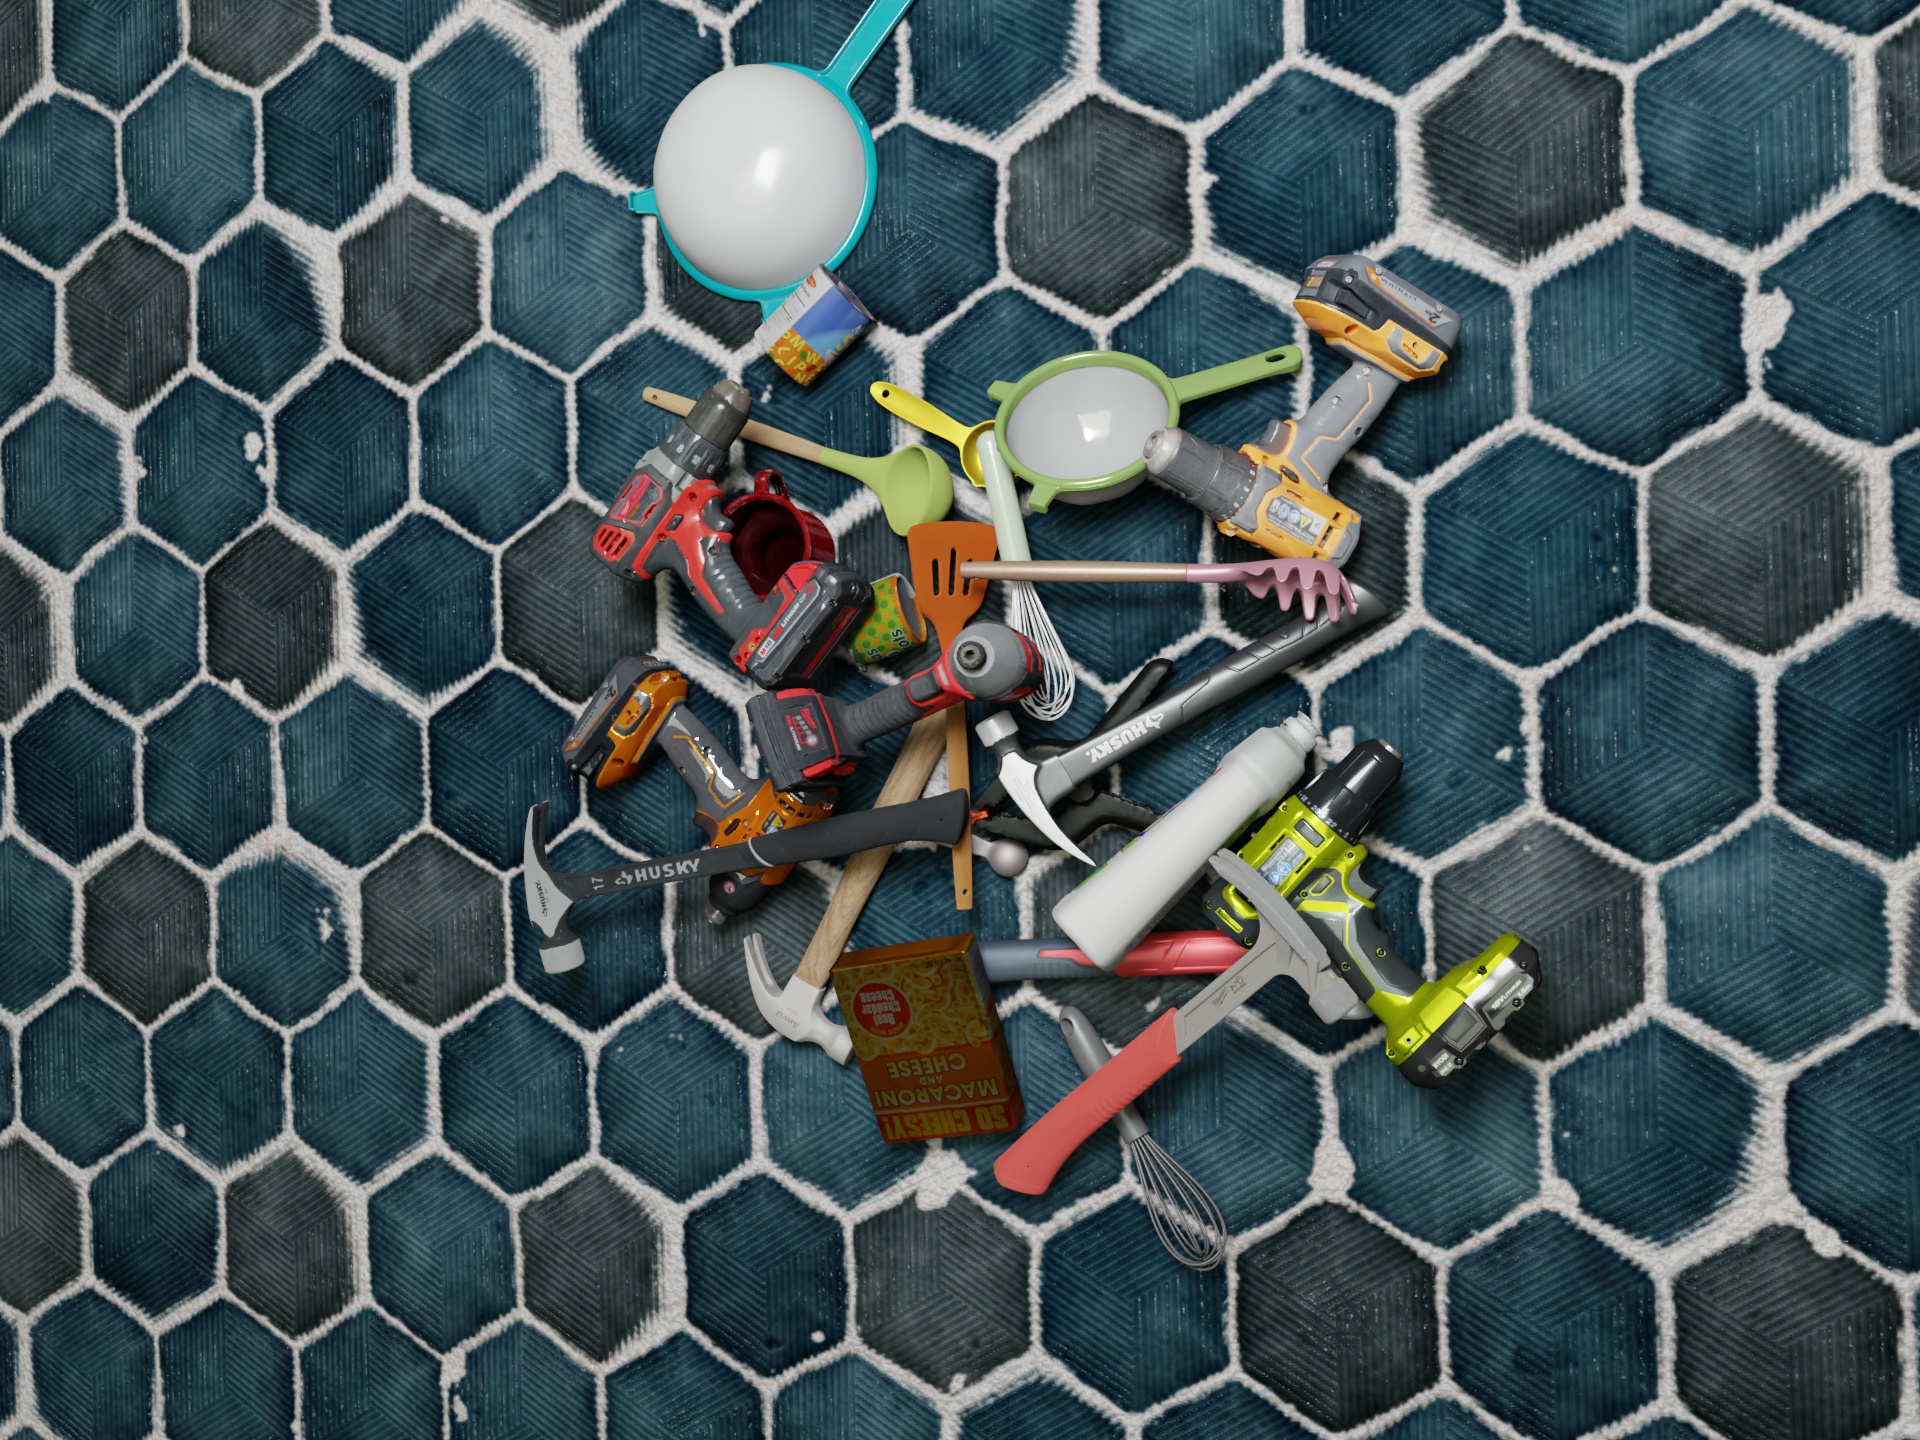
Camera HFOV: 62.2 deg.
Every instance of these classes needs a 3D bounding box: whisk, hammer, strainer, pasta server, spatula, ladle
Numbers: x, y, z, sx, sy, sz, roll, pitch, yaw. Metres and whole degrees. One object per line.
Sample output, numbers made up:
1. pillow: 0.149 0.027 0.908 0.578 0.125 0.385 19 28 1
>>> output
1. whisk: 0.147 0.342 1.314 0.055 0.055 0.239 -33 77 14
2. hammer: 0.190 -0.013 1.277 0.335 0.035 0.146 -30 85 4
3. strainer: -0.145 -0.526 1.364 0.211 0.095 0.340 42 102 12
4. hammer: -0.186 0.109 1.343 0.409 0.036 0.149 -12 95 15
5. pasta server: 0.152 -0.110 1.261 0.316 0.060 0.040 2 71 15
6. spatula: -0.002 -0.004 1.329 0.081 0.041 0.323 -1 83 -15
7. hammer: -0.085 0.126 1.386 0.130 0.031 0.331 27 97 13
8. ladle: -0.149 -0.239 1.389 0.320 0.062 0.078 22 108 17
9. strainer: 0.157 -0.243 1.301 0.256 0.069 0.152 -17 54 0
10. hammer: 0.140 0.179 1.319 0.386 0.038 0.143 -5 88 16
11. whisk: 0.049 -0.120 1.324 0.059 0.058 0.246 -11 93 38
12. hammer: 0.140 0.262 1.259 0.149 0.036 0.359 50 120 12

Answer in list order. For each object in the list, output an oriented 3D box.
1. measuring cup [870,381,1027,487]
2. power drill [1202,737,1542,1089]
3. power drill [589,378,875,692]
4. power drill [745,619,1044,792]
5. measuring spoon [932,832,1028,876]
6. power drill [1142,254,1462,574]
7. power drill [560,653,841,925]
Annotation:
1. measuring cup: -0.009 -0.250 1.364 0.156 0.029 0.062 32 99 16
2. power drill: 0.325 0.145 1.210 0.229 0.080 0.190 44 100 16
3. power drill: -0.178 -0.151 1.302 0.227 0.080 0.188 40 100 15
4. power drill: -0.048 -0.016 1.250 0.219 0.143 0.078 -22 83 13
5. measuring spoon: -0.001 0.102 1.351 0.124 0.018 0.034 20 94 -2
6. power drill: 0.260 -0.244 1.229 0.185 0.084 0.226 25 99 -18
7. power drill: -0.237 0.064 1.404 0.226 0.084 0.164 37 102 9
